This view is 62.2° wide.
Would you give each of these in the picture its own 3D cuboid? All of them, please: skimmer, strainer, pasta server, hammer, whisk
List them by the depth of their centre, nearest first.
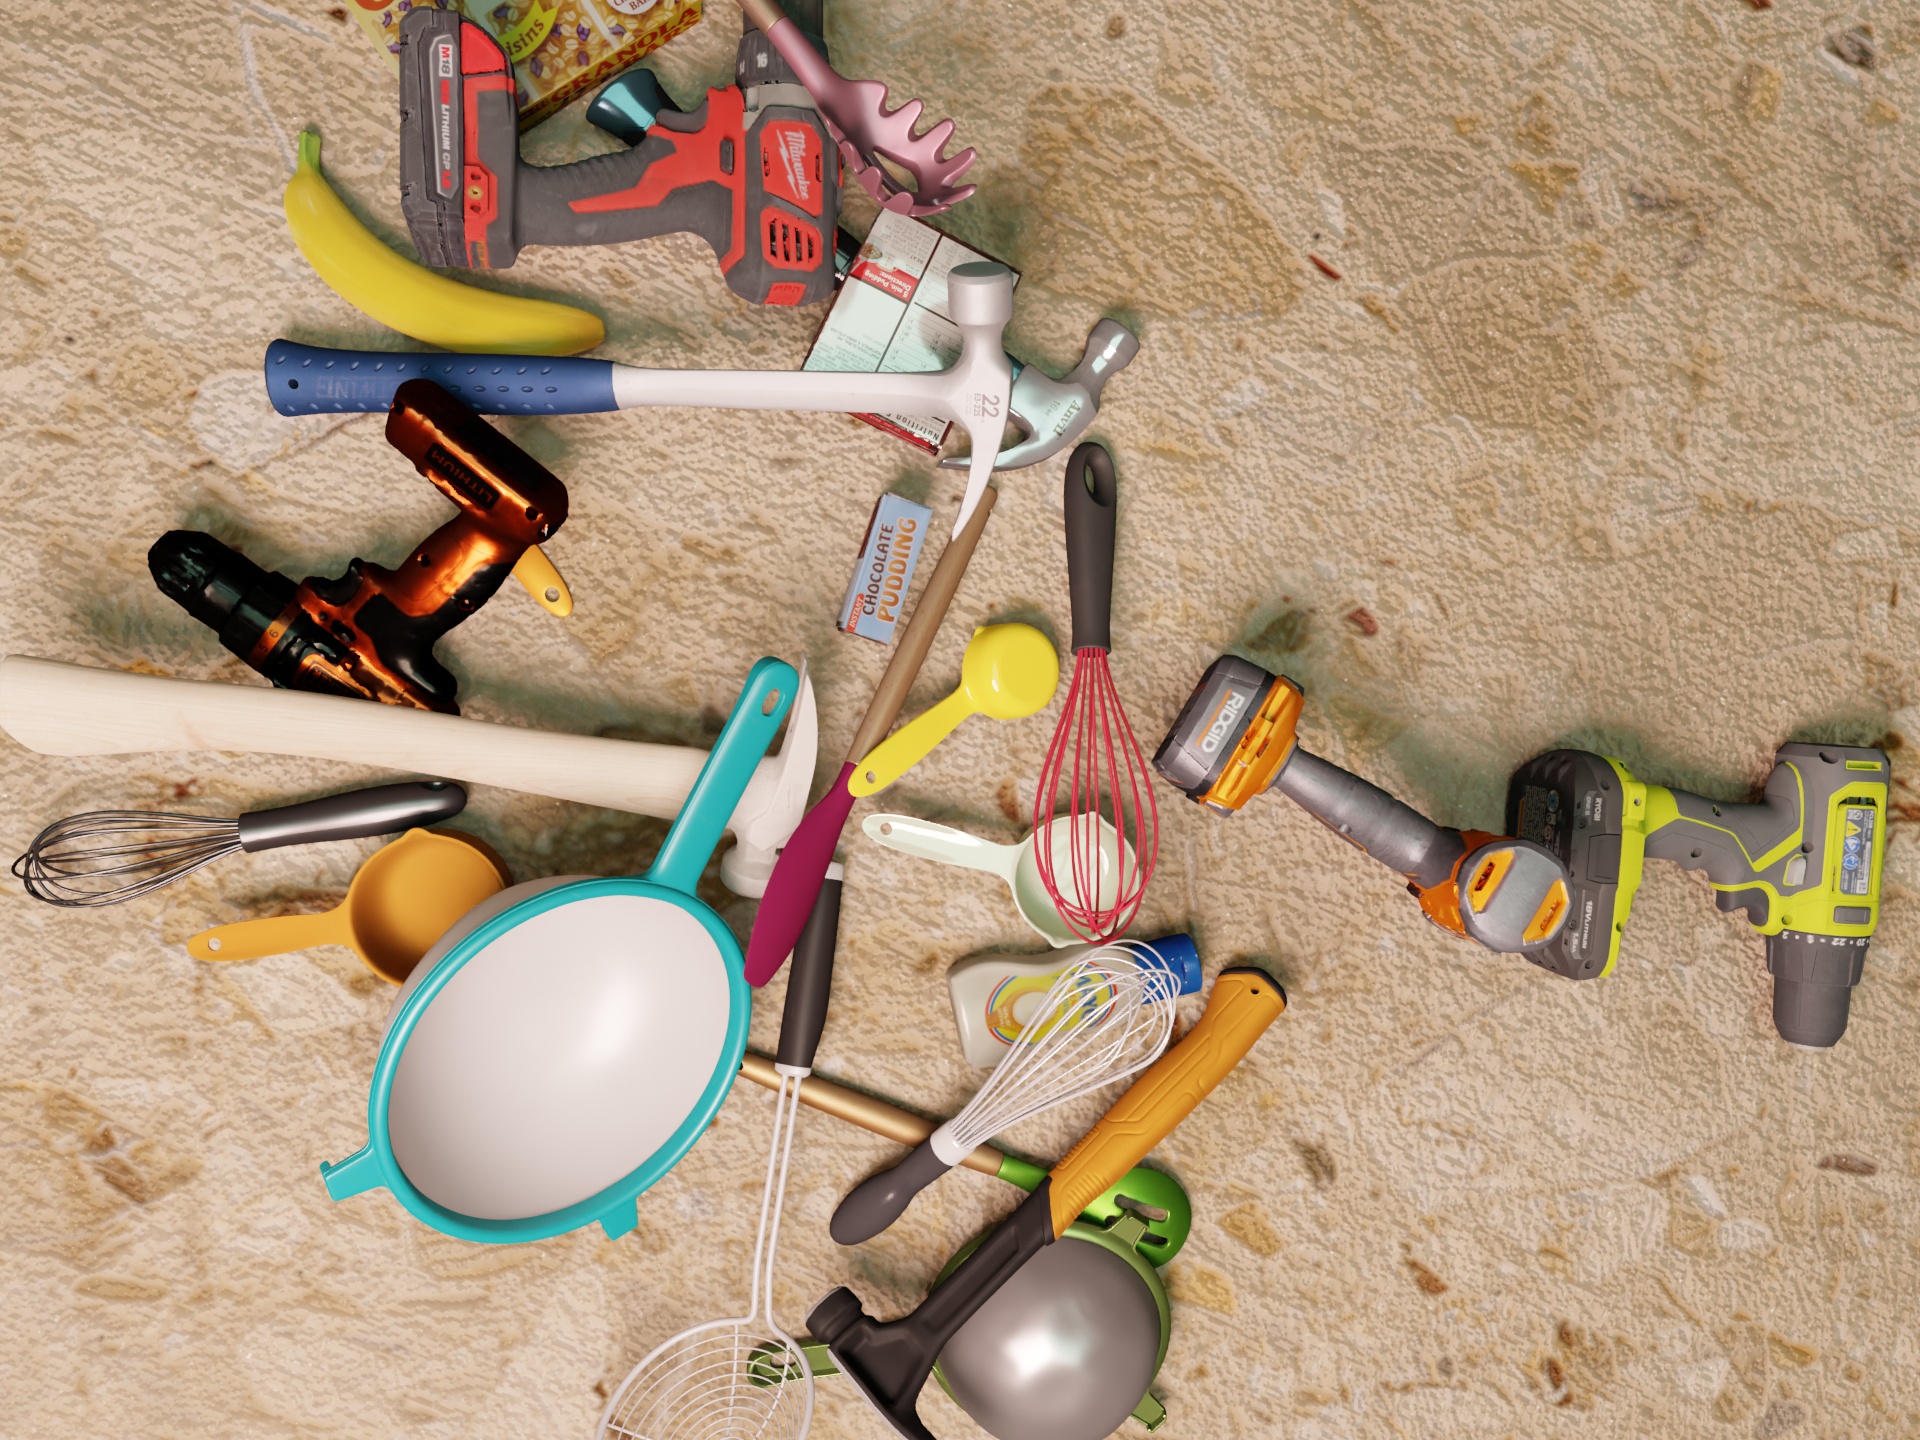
[{"bbox_3d":[-0.108,-0.380,0.808,0.316,0.040,0.060,50,60,-5],"label":"pasta server"},{"bbox_3d":[-0.281,0.004,0.846,0.410,0.038,0.146,9,116,-15],"label":"hammer"},{"bbox_3d":[-0.194,0.107,0.852,0.210,0.095,0.340,28,90,-45],"label":"strainer"},{"bbox_3d":[-0.173,-0.174,0.856,0.405,0.035,0.144,3,121,7],"label":"hammer"},{"bbox_3d":[-0.119,0.254,0.882,0.127,0.090,0.363,3,79,31],"label":"skimmer"},{"bbox_3d":[-0.397,0.063,0.884,0.239,0.055,0.055,-10,95,-10],"label":"whisk"},{"bbox_3d":[0.018,0.221,0.894,0.070,0.070,0.284,42,115,-8],"label":"whisk"},{"bbox_3d":[0.075,-0.020,0.909,0.073,0.073,0.296,2,76,-7],"label":"whisk"},{"bbox_3d":[-0.064,-0.261,0.912,0.331,0.033,0.128,35,88,-8],"label":"hammer"},{"bbox_3d":[0.074,0.271,0.917,0.337,0.034,0.127,-42,61,-16],"label":"hammer"},{"bbox_3d":[0.001,0.379,0.931,0.256,0.069,0.151,-7,105,-1],"label":"strainer"}]

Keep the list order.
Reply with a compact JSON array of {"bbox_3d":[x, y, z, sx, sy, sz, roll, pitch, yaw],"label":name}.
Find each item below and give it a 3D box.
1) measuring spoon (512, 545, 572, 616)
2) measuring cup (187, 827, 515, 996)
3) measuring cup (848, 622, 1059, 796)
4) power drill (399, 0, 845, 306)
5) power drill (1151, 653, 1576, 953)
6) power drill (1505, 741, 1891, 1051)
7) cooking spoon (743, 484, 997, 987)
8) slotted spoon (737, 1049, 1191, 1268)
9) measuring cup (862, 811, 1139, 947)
[{"bbox_3d":[-0.260,-0.107,0.907,0.021,0.011,0.117,-38,97,-4],"label":"measuring spoon"},{"bbox_3d":[-0.336,0.110,0.892,0.173,0.052,0.095,-8,94,-5],"label":"measuring cup"},{"bbox_3d":[-0.001,-0.003,0.904,0.156,0.029,0.062,-38,107,-31],"label":"measuring cup"},{"bbox_3d":[-0.173,-0.320,0.838,0.226,0.080,0.188,0,90,-14],"label":"power drill"},{"bbox_3d":[0.226,0.053,0.918,0.226,0.164,0.084,31,89,4],"label":"power drill"},{"bbox_3d":[0.458,0.106,0.979,0.228,0.080,0.190,3,93,-10],"label":"power drill"},{"bbox_3d":[-0.048,0.004,0.902,0.017,0.068,0.319,20,76,18],"label":"cooking spoon"},{"bbox_3d":[-0.001,0.259,0.955,0.313,0.031,0.070,24,95,-6],"label":"slotted spoon"},{"bbox_3d":[0.022,0.080,0.942,0.167,0.038,0.083,15,91,-6],"label":"measuring cup"}]
